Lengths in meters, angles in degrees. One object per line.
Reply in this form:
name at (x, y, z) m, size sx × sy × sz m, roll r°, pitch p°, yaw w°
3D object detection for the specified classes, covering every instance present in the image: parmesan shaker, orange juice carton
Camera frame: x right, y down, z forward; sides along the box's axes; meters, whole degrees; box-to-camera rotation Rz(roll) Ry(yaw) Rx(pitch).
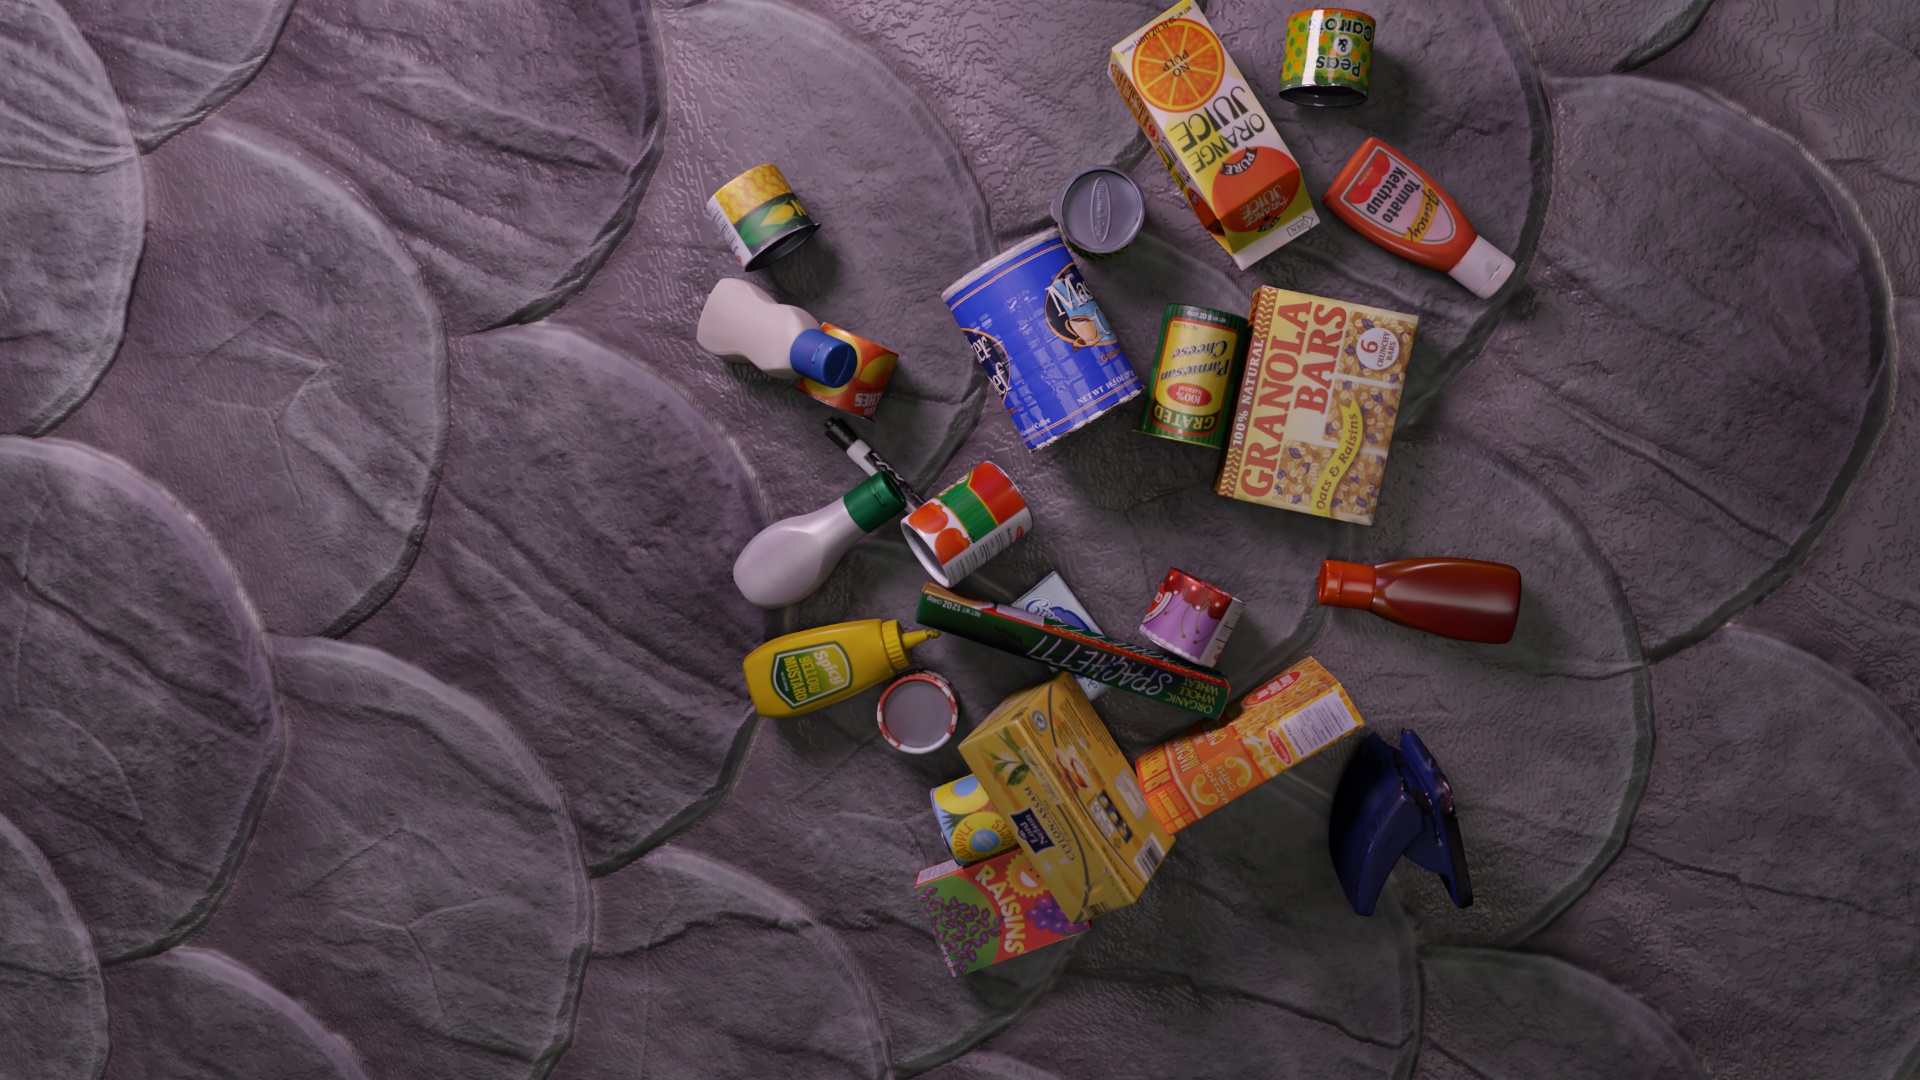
parmesan shaker at (0.178, -0.128, 1.079) m, size 0.071 × 0.071 × 0.103 m, roll 12°, pitch 95°, yaw 2°
orange juice carton at (0.194, -0.305, 1.059) m, size 0.072 × 0.073 × 0.192 m, roll -33°, pitch 93°, yaw 6°

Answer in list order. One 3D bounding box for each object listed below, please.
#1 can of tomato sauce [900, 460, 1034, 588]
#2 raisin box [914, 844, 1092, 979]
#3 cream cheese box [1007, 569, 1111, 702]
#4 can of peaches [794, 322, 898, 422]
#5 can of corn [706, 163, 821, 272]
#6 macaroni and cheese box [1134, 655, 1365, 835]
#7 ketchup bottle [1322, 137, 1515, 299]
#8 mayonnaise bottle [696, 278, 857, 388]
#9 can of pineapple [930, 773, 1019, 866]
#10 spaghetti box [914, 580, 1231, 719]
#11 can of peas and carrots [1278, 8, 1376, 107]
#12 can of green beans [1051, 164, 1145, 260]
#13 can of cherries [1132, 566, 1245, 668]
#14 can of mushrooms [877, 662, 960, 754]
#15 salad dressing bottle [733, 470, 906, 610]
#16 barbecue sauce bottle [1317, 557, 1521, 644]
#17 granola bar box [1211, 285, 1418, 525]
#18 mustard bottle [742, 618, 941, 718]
can of tomato sauce at (0.004, -0.014, 1.087) m, size 0.083 × 0.071 × 0.071 m, roll -36°, pitch 92°, yaw -14°
raisin box at (0.035, 0.294, 1.135) m, size 0.123 × 0.040 × 0.086 m, roll -22°, pitch 92°, yaw 6°
cream cheese box at (0.087, 0.080, 1.122) m, size 0.053 × 0.024 × 0.104 m, roll -37°, pitch 92°, yaw 5°
can of peaches at (-0.087, -0.132, 1.093) m, size 0.071 × 0.071 × 0.058 m, roll 24°, pitch 95°, yaw 1°
can of corn at (-0.154, -0.254, 1.088) m, size 0.071 × 0.071 × 0.058 m, roll -32°, pitch 92°, yaw 6°
macaroni and cheese box at (0.218, 0.157, 1.070) m, size 0.166 × 0.124 × 0.040 m, roll -32°, pitch 92°, yaw 6°
ketchup bottle at (0.356, -0.243, 1.070) m, size 0.149 × 0.043 × 0.064 m, roll 36°, pitch 96°, yaw -1°
mayonnaise bottle at (-0.141, -0.155, 1.070) m, size 0.148 × 0.041 × 0.064 m, roll 27°, pitch 96°, yaw 37°
can of pineapple at (0.015, 0.222, 1.115) m, size 0.058 × 0.071 × 0.071 m, roll -22°, pitch 93°, yaw 5°
spaghetti box at (0.087, 0.084, 1.083) m, size 0.250 × 0.050 × 0.028 m, roll 18°, pitch 99°, yaw 2°
can of peas and carrots at (0.278, -0.365, 1.051) m, size 0.071 × 0.071 × 0.058 m, roll 6°, pitch 95°, yaw 3°
can of green beans at (0.108, -0.253, 1.076) m, size 0.071 × 0.058 × 0.071 m, roll 0°, pitch 95°, yaw 3°
can of cherries at (0.180, 0.059, 1.094) m, size 0.071 × 0.071 × 0.058 m, roll 26°, pitch 96°, yaw 1°
can of mushrooms at (-0.034, 0.137, 1.129) m, size 0.071 × 0.033 × 0.071 m, roll 0°, pitch 95°, yaw 4°
salad dressing bottle at (-0.111, -0.001, 1.108) m, size 0.147 × 0.044 × 0.064 m, roll -33°, pitch 94°, yaw 13°
barbecue sauce bottle at (0.359, 0.042, 1.093) m, size 0.148 × 0.044 × 0.064 m, roll 7°, pitch 95°, yaw 3°
granola bar box at (0.276, -0.105, 1.088) m, size 0.124 × 0.039 × 0.165 m, roll 11°, pitch 96°, yaw 2°
mustard bottle at (-0.093, 0.095, 1.121) m, size 0.160 × 0.049 × 0.065 m, roll -18°, pitch 95°, yaw 5°
